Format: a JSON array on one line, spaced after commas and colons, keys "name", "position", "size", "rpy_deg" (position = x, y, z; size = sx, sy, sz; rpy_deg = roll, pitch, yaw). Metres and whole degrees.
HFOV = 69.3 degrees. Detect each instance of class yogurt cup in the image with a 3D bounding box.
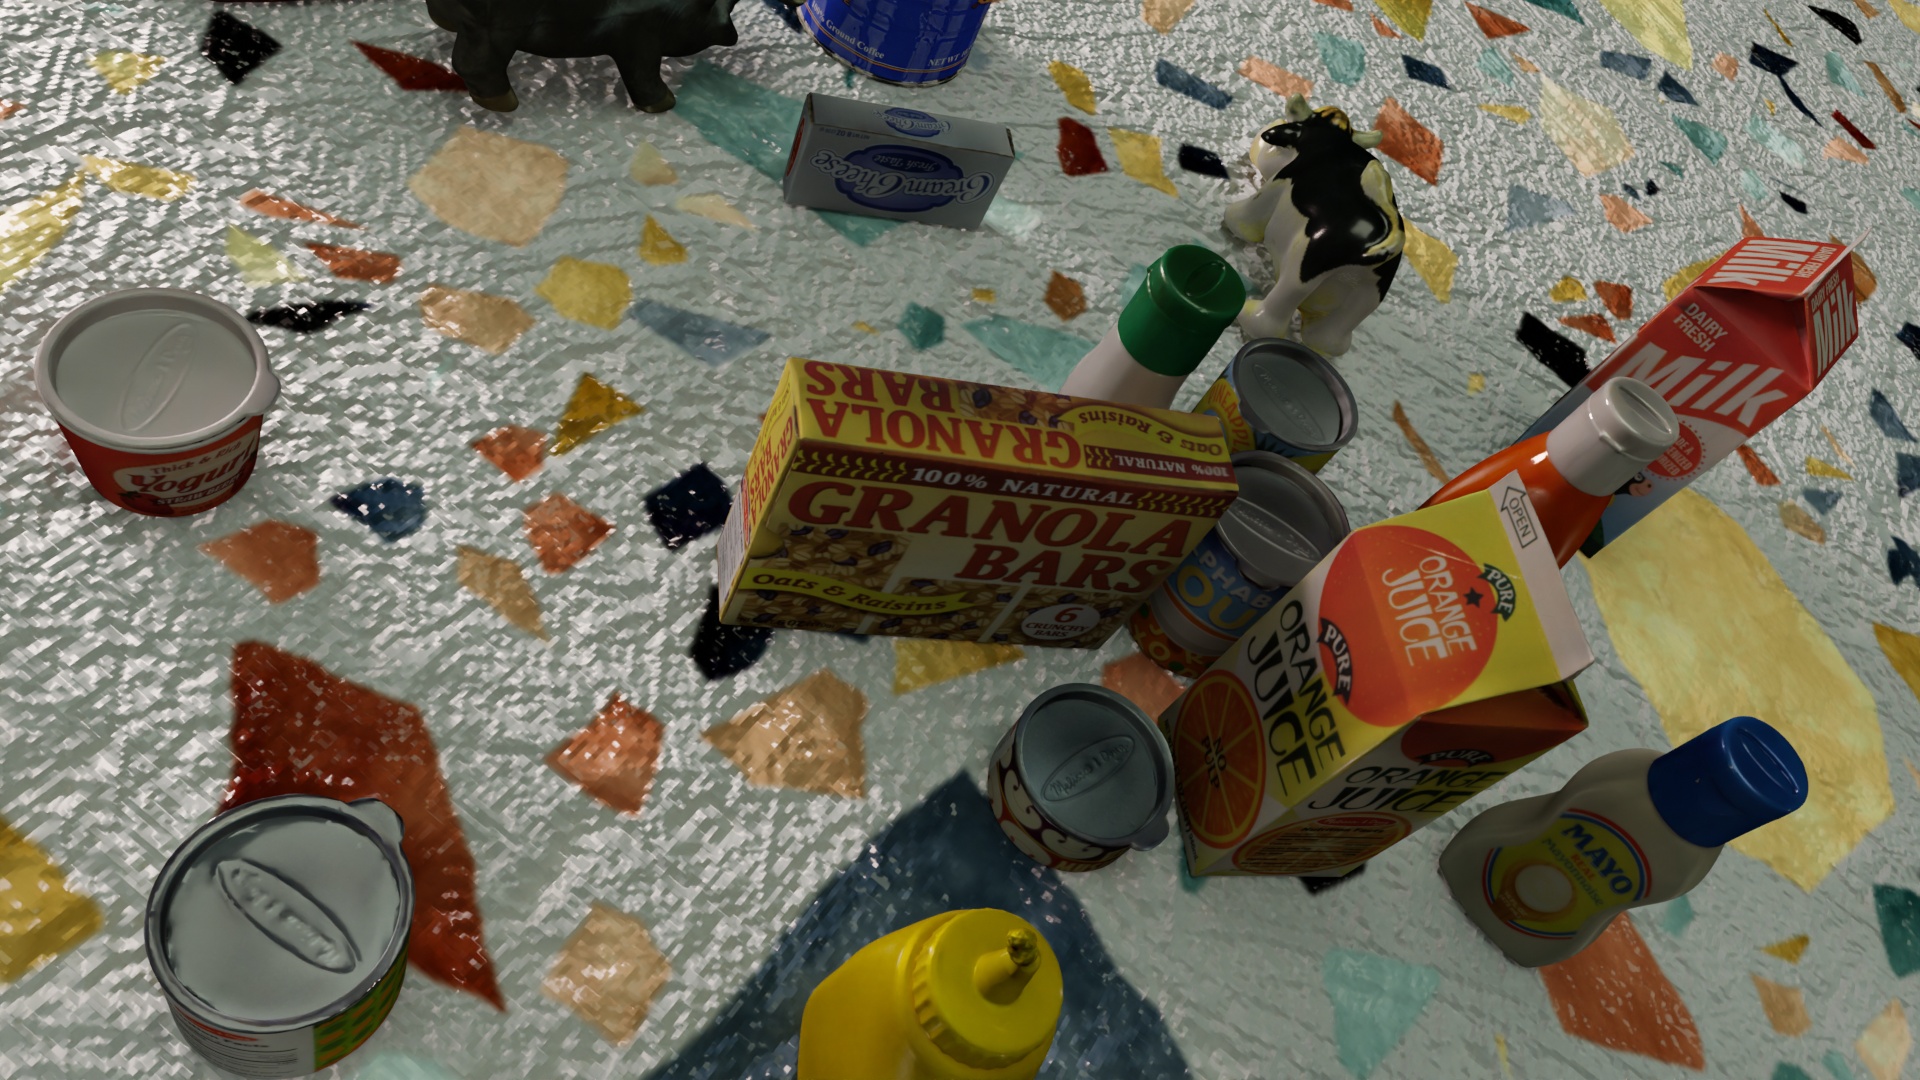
[{"name": "yogurt cup", "position": [-0.273, -0.044, 0.476], "size": [0.072, 0.053, 0.073], "rpy_deg": [12, 54, -16]}]

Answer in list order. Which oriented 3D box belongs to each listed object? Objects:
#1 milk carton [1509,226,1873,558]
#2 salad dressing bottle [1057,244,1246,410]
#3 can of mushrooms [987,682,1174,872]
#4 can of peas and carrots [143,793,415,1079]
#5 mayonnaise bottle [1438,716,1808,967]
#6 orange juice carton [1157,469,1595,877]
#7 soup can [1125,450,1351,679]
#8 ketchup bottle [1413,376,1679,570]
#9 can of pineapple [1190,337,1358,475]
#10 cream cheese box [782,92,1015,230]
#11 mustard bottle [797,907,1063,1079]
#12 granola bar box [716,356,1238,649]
[{"name": "milk carton", "position": [0.365, -0.080, 0.691], "size": [0.073, 0.189, 0.073], "rpy_deg": [-33, 75, -36]}, {"name": "salad dressing bottle", "position": [0.065, -0.059, 0.574], "size": [0.044, 0.147, 0.064], "rpy_deg": [42, 52, 7]}, {"name": "can of mushrooms", "position": [0.047, 0.093, 0.534], "size": [0.071, 0.033, 0.071], "rpy_deg": [12, 54, -16]}, {"name": "can of peas and carrots", "position": [-0.192, 0.113, 0.400], "size": [0.071, 0.058, 0.071], "rpy_deg": [12, 54, -16]}, {"name": "mayonnaise bottle", "position": [0.253, 0.115, 0.536], "size": [0.041, 0.147, 0.065], "rpy_deg": [-27, 71, -35]}, {"name": "orange juice carton", "position": [0.151, 0.057, 0.503], "size": [0.073, 0.191, 0.072], "rpy_deg": [5, 56, -21]}, {"name": "soup can", "position": [0.112, 0.014, 0.585], "size": [0.071, 0.083, 0.072], "rpy_deg": [12, 54, -16]}, {"name": "ketchup bottle", "position": [0.254, -0.014, 0.624], "size": [0.065, 0.148, 0.044], "rpy_deg": [45, 52, 10]}, {"name": "can of pineapple", "position": [0.144, -0.053, 0.661], "size": [0.071, 0.057, 0.071], "rpy_deg": [12, 54, -16]}, {"name": "cream cheese box", "position": [-0.031, -0.183, 0.677], "size": [0.104, 0.053, 0.024], "rpy_deg": [2, 57, -22]}, {"name": "mustard bottle", "position": [-0.007, 0.141, 0.397], "size": [0.049, 0.159, 0.065], "rpy_deg": [0, 58, -24]}, {"name": "granola bar box", "position": [0.002, -0.007, 0.525], "size": [0.166, 0.123, 0.039], "rpy_deg": [5, 56, -20]}]
